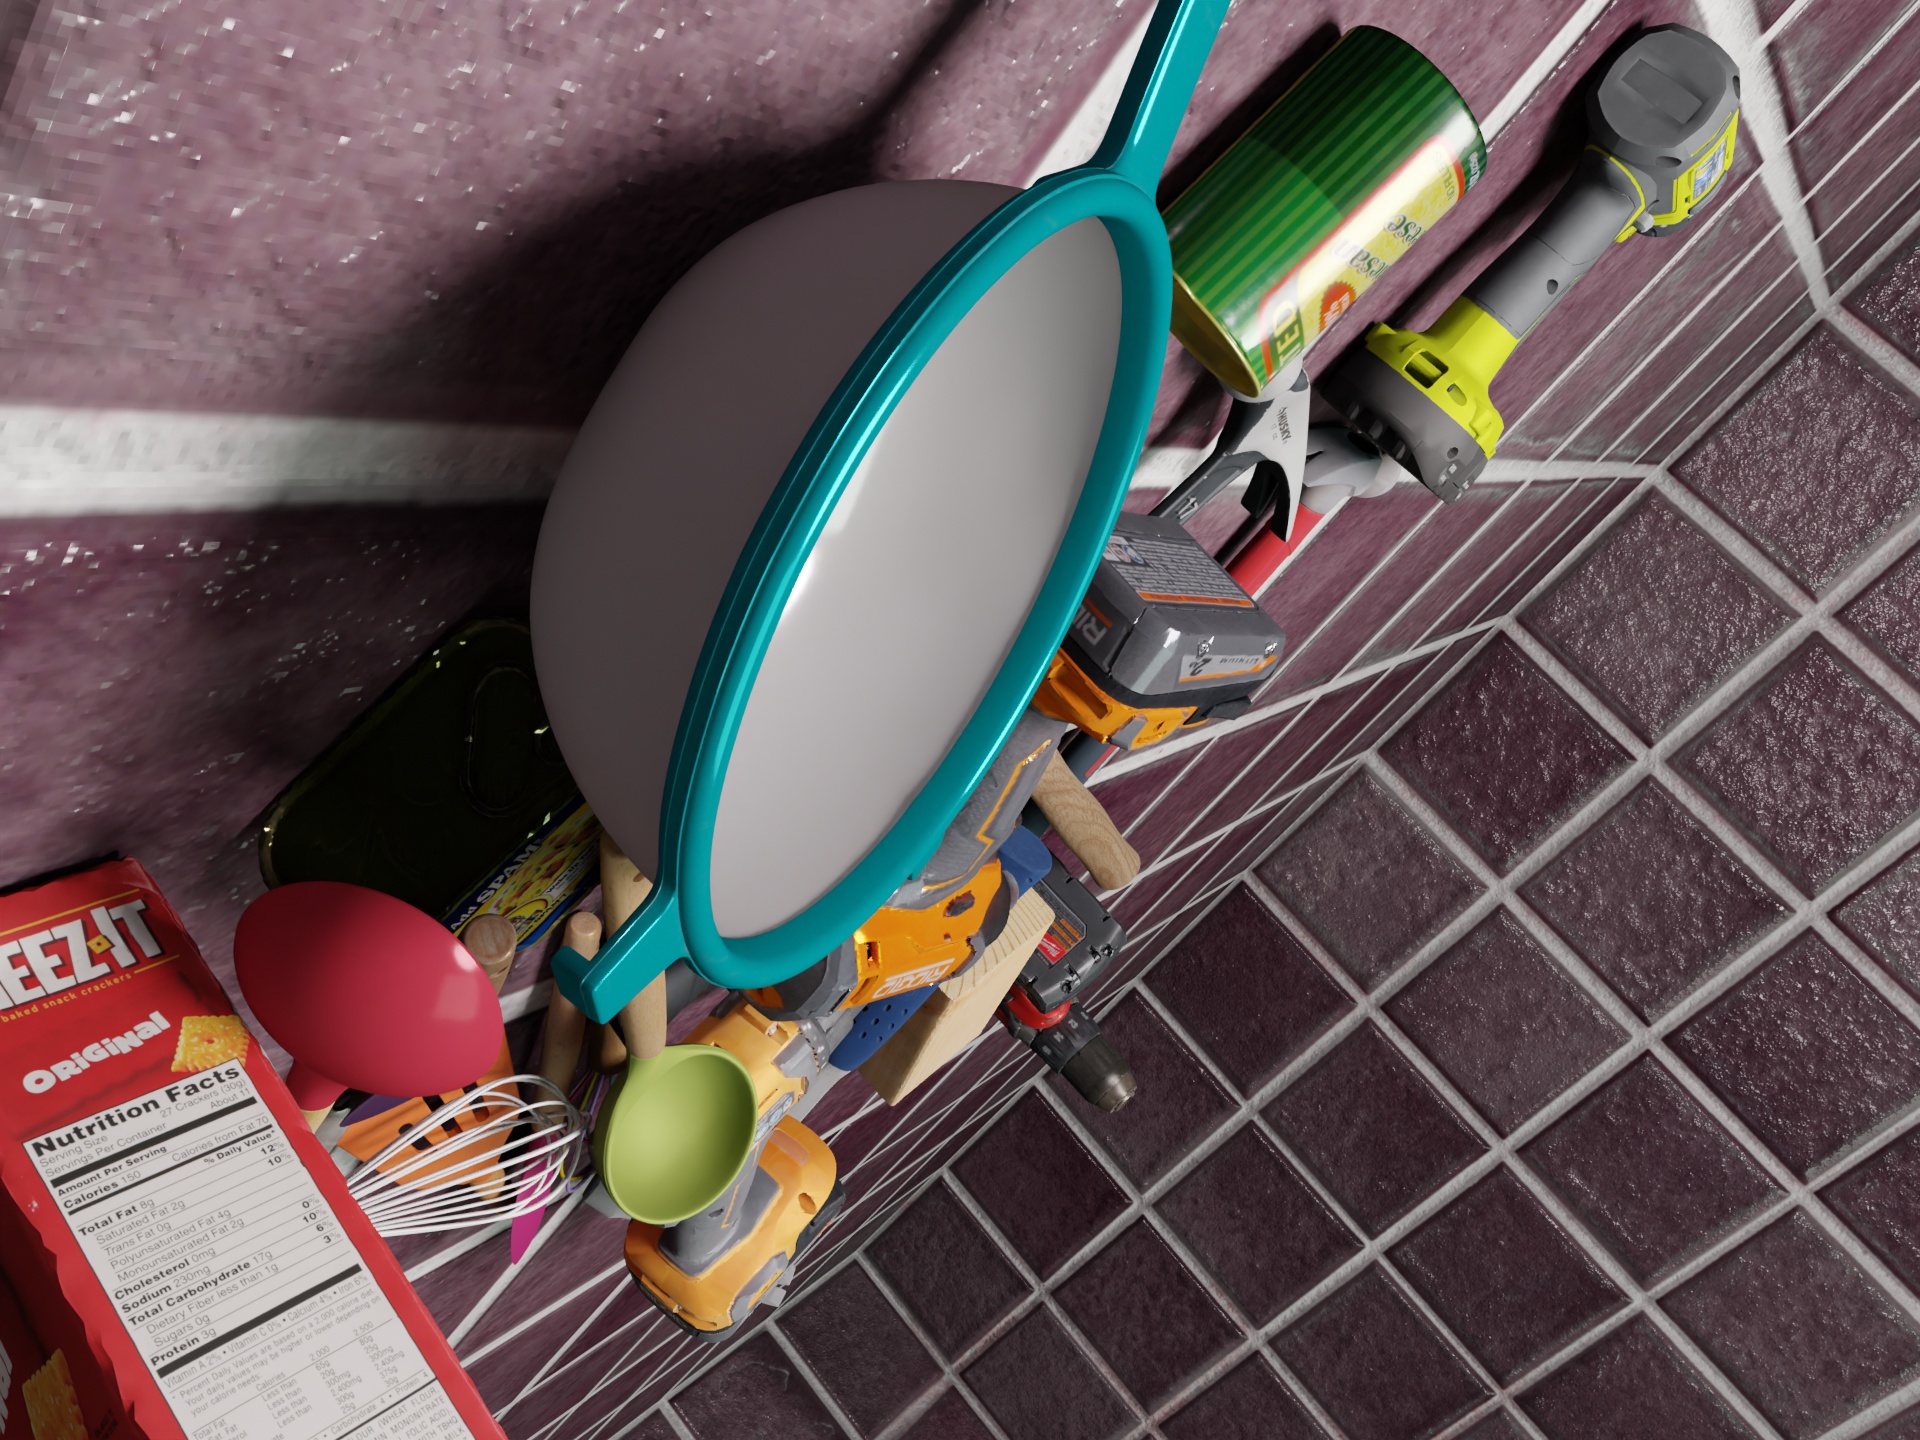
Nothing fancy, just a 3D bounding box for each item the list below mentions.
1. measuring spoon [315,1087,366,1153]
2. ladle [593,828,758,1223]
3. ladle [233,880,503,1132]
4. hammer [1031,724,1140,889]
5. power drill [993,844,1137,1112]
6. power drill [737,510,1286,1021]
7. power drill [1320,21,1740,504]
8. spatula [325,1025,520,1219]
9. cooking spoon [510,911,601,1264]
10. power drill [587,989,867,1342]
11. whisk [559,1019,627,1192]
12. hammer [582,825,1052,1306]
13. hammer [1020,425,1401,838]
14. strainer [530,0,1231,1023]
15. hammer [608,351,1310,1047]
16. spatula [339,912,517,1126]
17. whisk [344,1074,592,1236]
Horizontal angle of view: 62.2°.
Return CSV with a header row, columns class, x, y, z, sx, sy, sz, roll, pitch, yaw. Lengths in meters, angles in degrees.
class,x,y,z,sx,sy,sz,roll,pitch,yaw
measuring spoon,-0.275,0.183,0.628,0.124,0.018,0.034,-50,151,4
ladle,-0.106,0.116,0.576,0.078,0.062,0.320,-44,166,-26
ladle,-0.198,0.113,0.478,0.315,0.069,0.031,-39,-161,54
hammer,0.068,0.051,0.957,0.130,0.031,0.331,-35,156,3
power drill,0.064,0.193,1.171,0.080,0.188,0.226,-38,160,-17
power drill,0.021,0.024,0.636,0.226,0.084,0.164,-50,156,24
power drill,0.301,-0.224,0.818,0.228,0.080,0.190,-50,163,16
spatula,-0.240,0.216,0.785,0.081,0.041,0.322,-36,168,-22
cooking spoon,-0.196,0.181,0.761,0.318,0.017,0.069,113,-15,-47
power drill,-0.105,0.213,0.842,0.185,0.084,0.226,-43,156,-33
whisk,-0.174,0.175,0.797,0.047,0.051,0.244,1,143,-16
hammer,-0.074,0.207,0.941,0.405,0.144,0.035,-51,-174,28
hammer,0.109,-0.022,0.965,0.386,0.038,0.143,-51,161,29
strainer,-0.012,-0.104,0.381,0.340,0.095,0.211,-66,164,12
hammer,-0.001,-0.002,0.692,0.409,0.036,0.149,-43,154,0
spatula,-0.169,0.103,0.512,0.060,0.018,0.316,-30,174,-29
whisk,-0.254,0.195,0.611,0.246,0.058,0.059,-14,-175,-40
